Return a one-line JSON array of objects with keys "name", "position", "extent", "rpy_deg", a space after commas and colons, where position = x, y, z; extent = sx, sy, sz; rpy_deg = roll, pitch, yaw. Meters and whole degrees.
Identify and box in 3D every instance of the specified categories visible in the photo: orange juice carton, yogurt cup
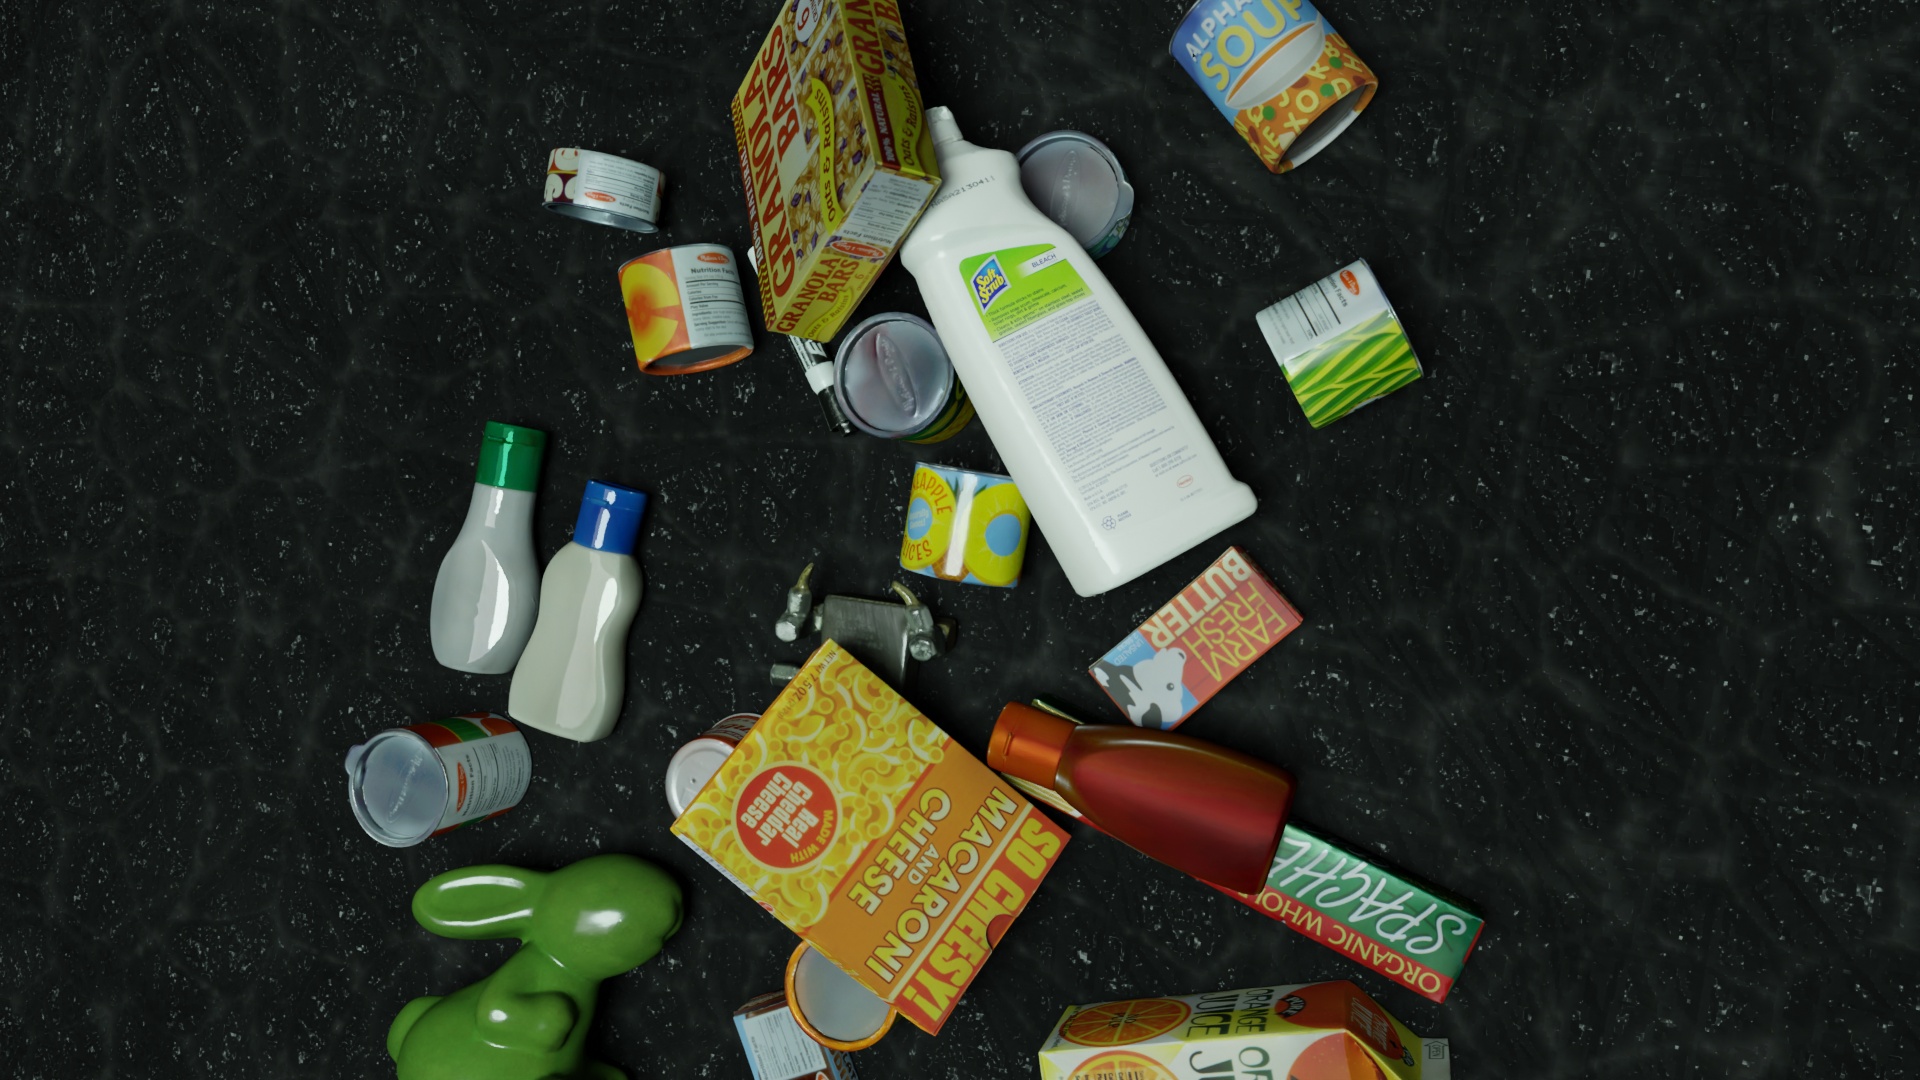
[{"name": "orange juice carton", "position": [0.144, 0.269, 0.691], "extent": [0.192, 0.072, 0.073], "rpy_deg": [-11, 87, 16]}, {"name": "yogurt cup", "position": [-0.129, 0.134, 0.781], "extent": [0.072, 0.054, 0.072], "rpy_deg": [0, 91, 17]}]

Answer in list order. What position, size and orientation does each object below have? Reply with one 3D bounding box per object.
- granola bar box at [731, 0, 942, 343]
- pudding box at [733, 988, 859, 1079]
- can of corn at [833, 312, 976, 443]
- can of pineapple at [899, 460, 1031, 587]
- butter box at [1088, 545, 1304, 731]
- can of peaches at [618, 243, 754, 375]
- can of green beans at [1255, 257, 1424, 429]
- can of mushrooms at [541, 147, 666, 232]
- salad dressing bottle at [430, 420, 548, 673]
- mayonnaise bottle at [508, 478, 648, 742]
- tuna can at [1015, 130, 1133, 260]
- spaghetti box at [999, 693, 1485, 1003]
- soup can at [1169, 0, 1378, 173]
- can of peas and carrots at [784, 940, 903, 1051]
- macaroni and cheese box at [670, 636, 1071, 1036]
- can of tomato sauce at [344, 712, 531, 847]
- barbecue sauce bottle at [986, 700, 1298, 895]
[{"name": "granola bar box", "position": [-0.068, -0.204, 0.710], "extent": [0.123, 0.039, 0.166], "rpy_deg": [-46, 47, 44]}, {"name": "pudding box", "position": [-0.090, 0.295, 0.781], "extent": [0.049, 0.030, 0.084], "rpy_deg": [-23, 84, 14]}, {"name": "can of corn", "position": [-0.025, -0.087, 0.748], "extent": [0.071, 0.058, 0.071], "rpy_deg": [0, 90, 17]}, {"name": "can of pineapple", "position": [0.003, -0.009, 0.734], "extent": [0.071, 0.071, 0.058], "rpy_deg": [10, 93, 16]}, {"name": "butter box", "position": [0.122, 0.054, 0.722], "extent": [0.103, 0.024, 0.053], "rpy_deg": [-42, 79, 12]}, {"name": "can of peaches", "position": [-0.155, -0.128, 0.784], "extent": [0.071, 0.071, 0.058], "rpy_deg": [-14, 87, 16]}, {"name": "can of green beans", "position": [0.186, -0.096, 0.682], "extent": [0.057, 0.071, 0.071], "rpy_deg": [-28, 83, 16]}, {"name": "can of mushrooms", "position": [-0.205, -0.201, 0.798], "extent": [0.071, 0.071, 0.033], "rpy_deg": [10, 94, 16]}, {"name": "salad dressing bottle", "position": [-0.277, 0.004, 0.830], "extent": [0.064, 0.044, 0.147], "rpy_deg": [12, 92, 18]}, {"name": "mayonnaise bottle", "position": [-0.218, 0.039, 0.814], "extent": [0.065, 0.041, 0.148], "rpy_deg": [16, 93, 14]}, {"name": "tuna can", "position": [0.060, -0.180, 0.736], "extent": [0.071, 0.033, 0.071], "rpy_deg": [0, 90, 17]}, {"name": "spaghetti box", "position": [0.141, 0.154, 0.714], "extent": [0.250, 0.029, 0.050], "rpy_deg": [25, 97, 15]}, {"name": "soup can", "position": [0.155, -0.235, 0.688], "extent": [0.071, 0.071, 0.084], "rpy_deg": [-40, 80, 13]}, {"name": "can of peas and carrots", "position": [-0.056, 0.238, 0.756], "extent": [0.071, 0.059, 0.071], "rpy_deg": [0, 90, 17]}, {"name": "macaroni and cheese box", "position": [-0.044, 0.151, 0.714], "extent": [0.166, 0.040, 0.124], "rpy_deg": [39, 70, -3]}, {"name": "can of tomato sauce", "position": [-0.305, 0.138, 0.817], "extent": [0.071, 0.083, 0.071], "rpy_deg": [0, 90, 17]}, {"name": "barbecue sauce bottle", "position": [0.087, 0.121, 0.691], "extent": [0.148, 0.044, 0.064], "rpy_deg": [18, 95, 17]}]
